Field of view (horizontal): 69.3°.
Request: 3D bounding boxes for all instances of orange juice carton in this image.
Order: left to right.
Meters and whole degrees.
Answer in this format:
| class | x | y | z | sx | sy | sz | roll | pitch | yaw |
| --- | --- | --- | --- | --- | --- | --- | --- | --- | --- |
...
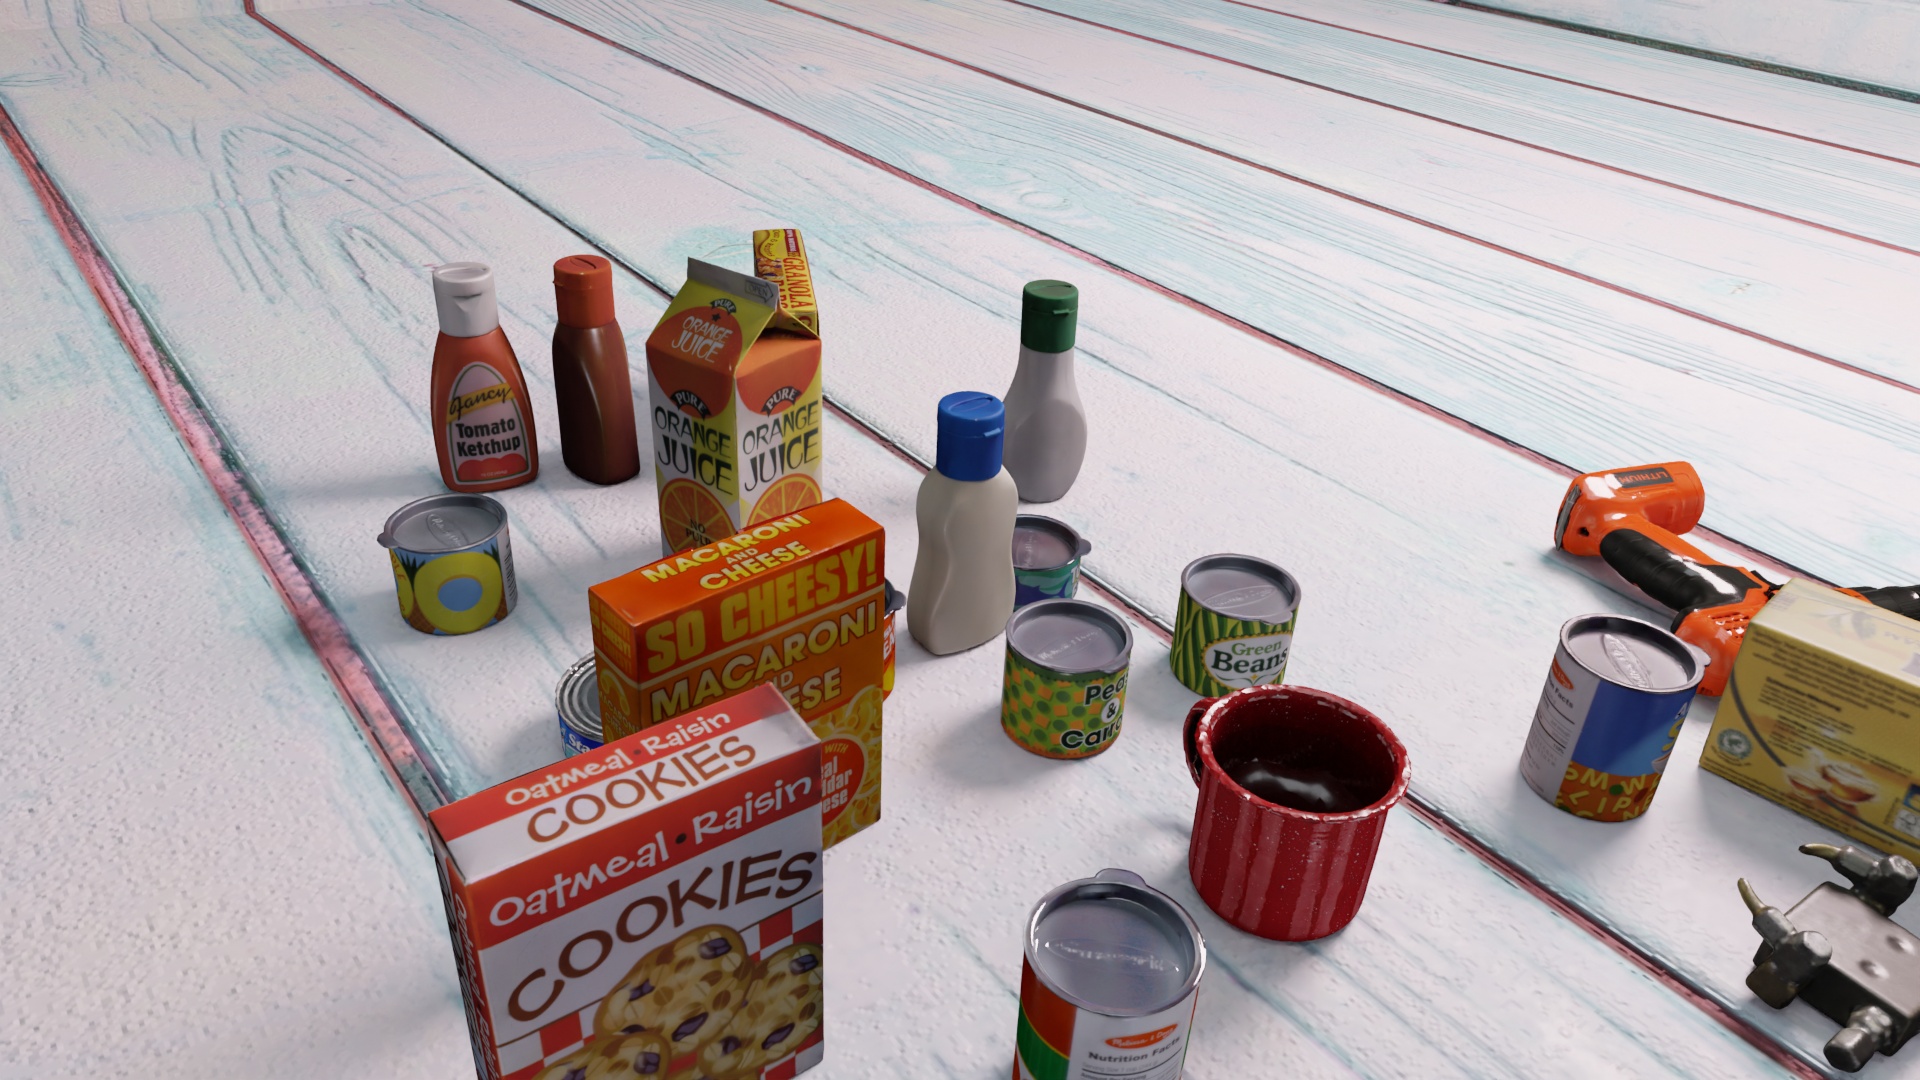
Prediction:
| class | x | y | z | sx | sy | sz | roll | pitch | yaw |
| --- | --- | --- | --- | --- | --- | --- | --- | --- | --- |
| orange juice carton | -0.131 | -0.068 | 0.815 | 0.072 | 0.191 | 0.073 | 23 | 36 | 30 |

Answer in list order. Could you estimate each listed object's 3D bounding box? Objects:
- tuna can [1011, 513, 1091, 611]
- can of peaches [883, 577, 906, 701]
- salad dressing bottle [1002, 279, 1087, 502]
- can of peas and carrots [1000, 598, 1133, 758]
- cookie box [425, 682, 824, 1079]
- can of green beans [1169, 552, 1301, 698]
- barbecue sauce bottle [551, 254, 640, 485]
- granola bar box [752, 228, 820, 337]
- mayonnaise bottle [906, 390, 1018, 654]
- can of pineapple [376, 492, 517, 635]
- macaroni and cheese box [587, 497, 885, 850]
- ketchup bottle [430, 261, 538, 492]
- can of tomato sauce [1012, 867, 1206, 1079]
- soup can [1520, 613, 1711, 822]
| class | x | y | z | sx | sy | sz | roll | pitch | yaw |
| --- | --- | --- | --- | --- | --- | --- | --- | --- | --- |
| tuna can | 0.043 | 0.014 | 0.849 | 0.071 | 0.032 | 0.071 | 2 | 31 | -1 |
| can of peaches | -0.065 | 0.054 | 0.748 | 0.071 | 0.057 | 0.071 | 2 | 31 | -1 |
| salad dressing bottle | 0.056 | -0.099 | 0.926 | 0.064 | 0.146 | 0.044 | -8 | 32 | -17 |
| can of peas and carrots | 0.057 | 0.073 | 0.727 | 0.071 | 0.058 | 0.071 | 2 | 31 | -1 |
| cookie box | -0.110 | 0.144 | 0.490 | 0.123 | 0.166 | 0.040 | -19 | 37 | -32 |
| can of green beans | 0.153 | 0.049 | 0.776 | 0.071 | 0.057 | 0.071 | 2 | 31 | -1 |
| barbecue sauce bottle | -0.245 | -0.114 | 0.923 | 0.044 | 0.147 | 0.065 | -25 | 41 | -38 |
| granola bar box | -0.125 | -0.138 | 0.998 | 0.039 | 0.123 | 0.166 | -3 | 32 | -10 |
| mayonnaise bottle | 0.003 | -0.010 | 0.773 | 0.065 | 0.147 | 0.041 | -20 | 38 | -33 |
| can of pineapple | -0.293 | 0.013 | 0.796 | 0.071 | 0.057 | 0.071 | 2 | 31 | -1 |
| macaroni and cheese box | -0.093 | 0.076 | 0.606 | 0.124 | 0.165 | 0.040 | -22 | 39 | -35 |
| ketchup bottle | -0.314 | -0.105 | 0.903 | 0.065 | 0.148 | 0.044 | -10 | 33 | -21 |
| can of tomato sauce | 0.054 | 0.180 | 0.527 | 0.071 | 0.082 | 0.071 | 2 | 31 | -1 |
| soup can | 0.329 | 0.089 | 0.699 | 0.071 | 0.083 | 0.072 | 2 | 31 | -1 |
